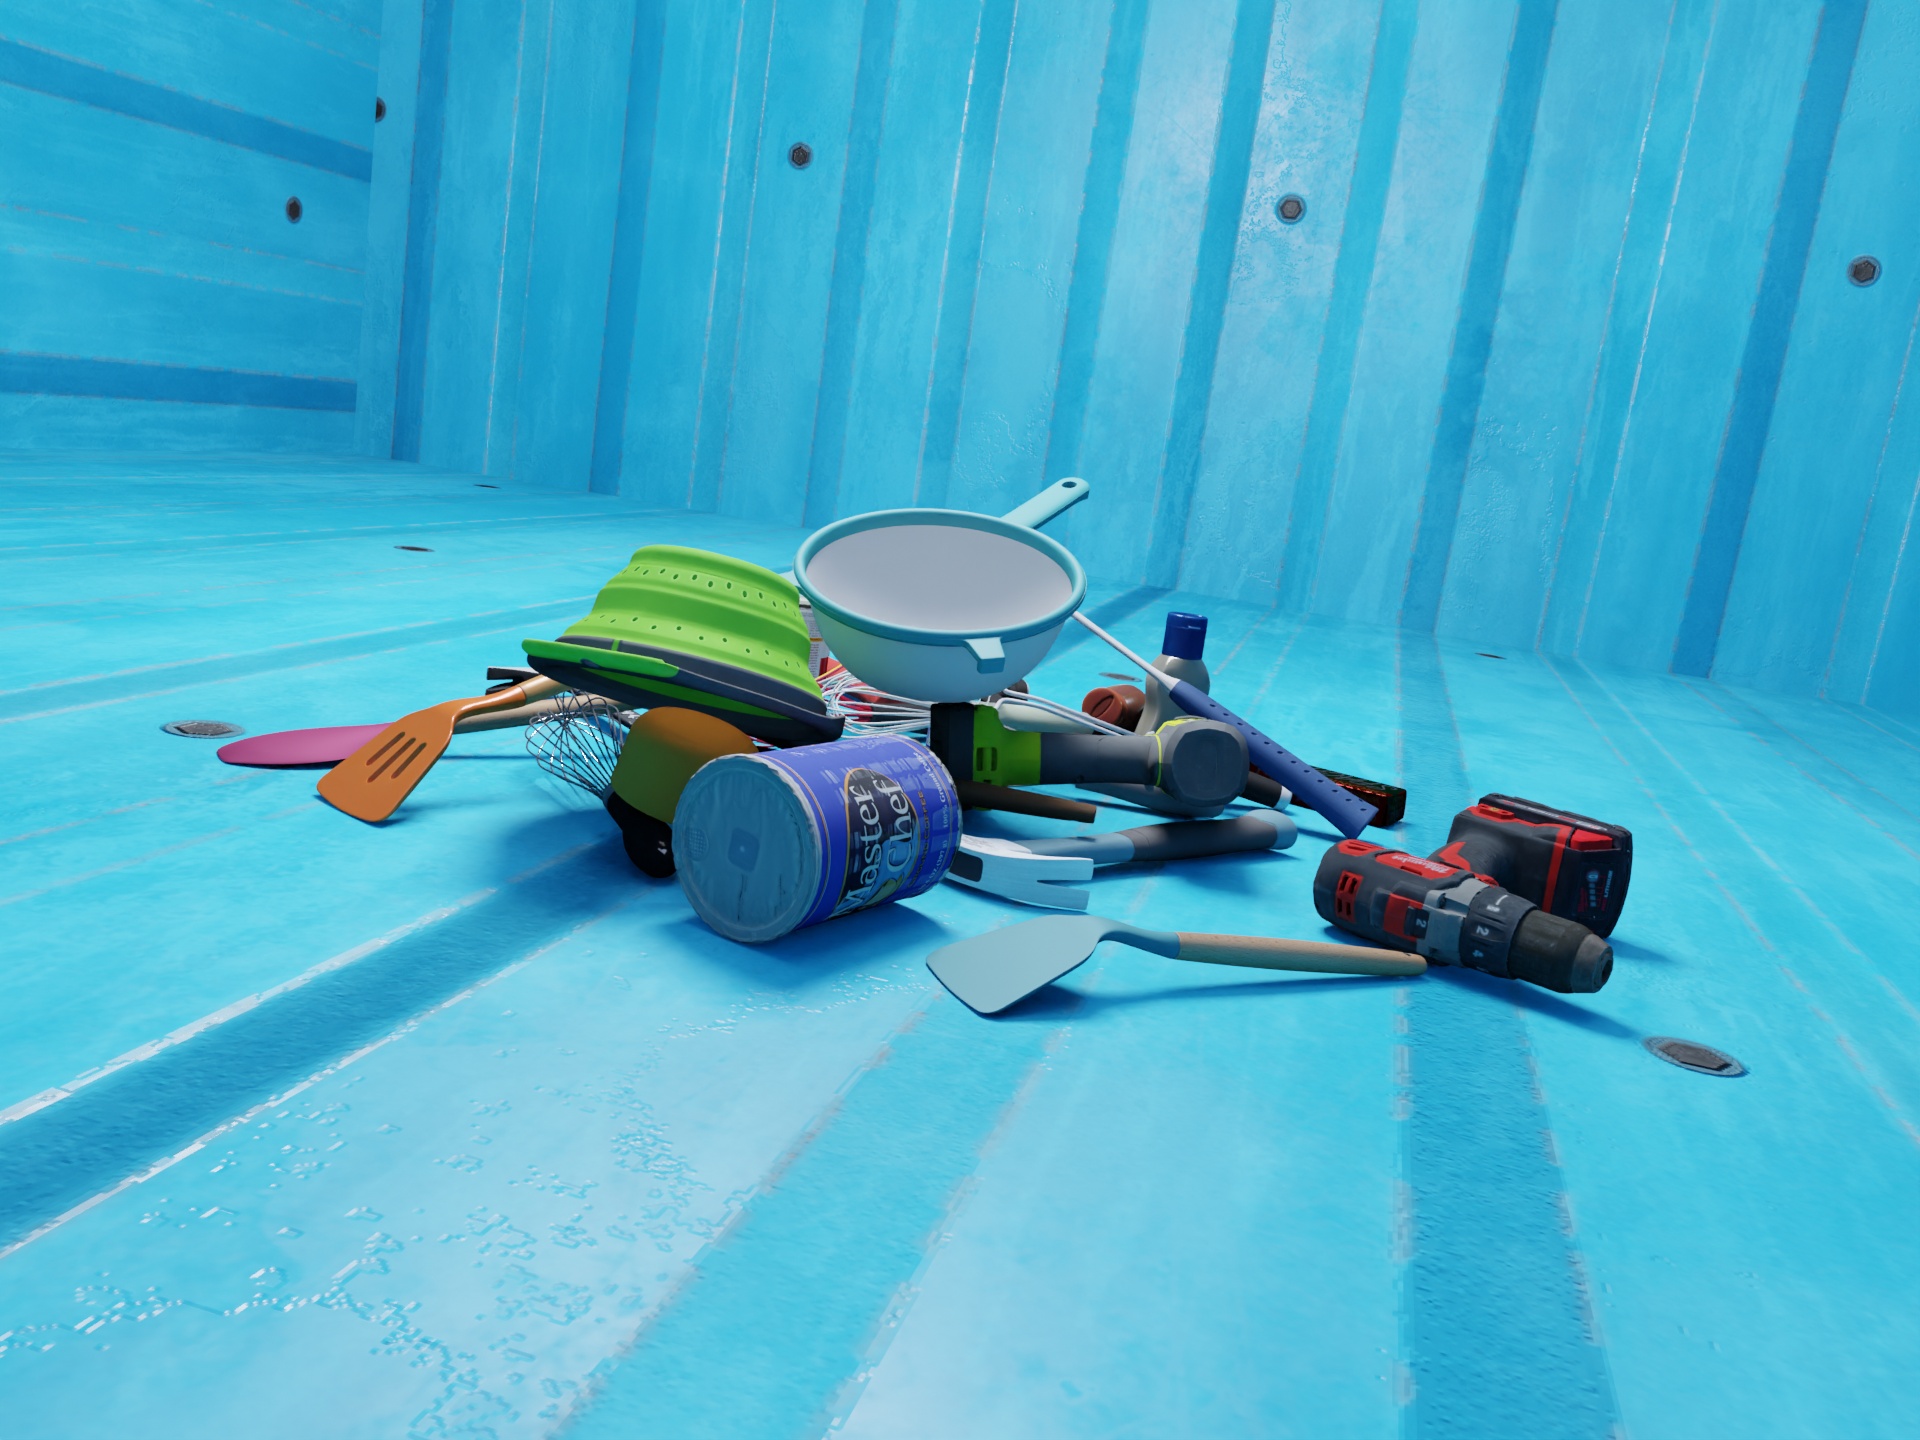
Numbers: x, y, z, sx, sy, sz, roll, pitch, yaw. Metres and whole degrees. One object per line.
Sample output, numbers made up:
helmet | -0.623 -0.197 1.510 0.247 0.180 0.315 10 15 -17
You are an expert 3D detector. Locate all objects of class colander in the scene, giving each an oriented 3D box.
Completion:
colander | -0.138 -0.037 1.098 0.204 0.094 0.396 9 -9 22

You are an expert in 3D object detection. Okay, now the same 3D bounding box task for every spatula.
spatula | 0.138 0.139 0.904 0.317 0.044 0.082 8 10 -26
spatula | -0.281 -0.016 1.091 0.081 0.041 0.322 19 32 38
spatula | -0.062 0.038 1.104 0.316 0.018 0.059 10 0 7

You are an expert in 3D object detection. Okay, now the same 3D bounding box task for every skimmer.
skimmer | 0.123 -0.017 1.314 0.363 0.090 0.127 21 40 -9

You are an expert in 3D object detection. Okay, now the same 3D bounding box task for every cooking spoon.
cooking spoon | -0.365 0.002 1.153 0.318 0.017 0.069 -9 18 -32

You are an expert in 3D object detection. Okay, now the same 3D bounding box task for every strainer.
strainer | 0.013 -0.098 1.210 0.211 0.095 0.340 19 32 23

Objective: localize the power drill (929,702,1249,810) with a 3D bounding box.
power drill | 0.093 0.027 1.193 0.228 0.080 0.190 1 1 1

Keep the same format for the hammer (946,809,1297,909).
hammer | 0.120 0.087 1.118 0.330 0.033 0.128 -2 14 -41

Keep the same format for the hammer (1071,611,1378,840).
hammer | 0.173 -0.035 1.337 0.406 0.035 0.144 38 13 14

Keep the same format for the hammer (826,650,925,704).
hammer | -0.126 -0.051 1.627 0.149 0.036 0.359 1 13 -31

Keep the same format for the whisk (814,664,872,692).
whisk | -0.119 -0.038 1.434 0.245 0.047 0.051 -20 26 -36

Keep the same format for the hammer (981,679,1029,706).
hammer | 0.055 0.002 1.496 0.127 0.034 0.337 5 12 -19

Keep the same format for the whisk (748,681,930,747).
whisk | -0.096 -0.007 1.380 0.295 0.073 0.073 5 10 -43

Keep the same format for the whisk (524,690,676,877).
whisk | -0.231 0.040 1.052 0.070 0.070 0.285 2 17 -28

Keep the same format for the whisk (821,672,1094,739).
whisk | -0.002 -0.004 1.336 0.246 0.059 0.058 5 21 -17

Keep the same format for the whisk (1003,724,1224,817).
whisk | 0.098 0.044 1.293 0.239 0.055 0.055 13 11 3

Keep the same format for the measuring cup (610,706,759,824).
measuring cup | -0.144 0.026 1.025 0.095 0.052 0.173 31 19 30

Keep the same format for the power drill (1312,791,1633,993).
power drill | 0.365 0.117 1.048 0.188 0.080 0.226 18 18 41

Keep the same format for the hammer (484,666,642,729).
hammer | -0.241 0.010 1.241 0.149 0.036 0.409 -1 15 -35
